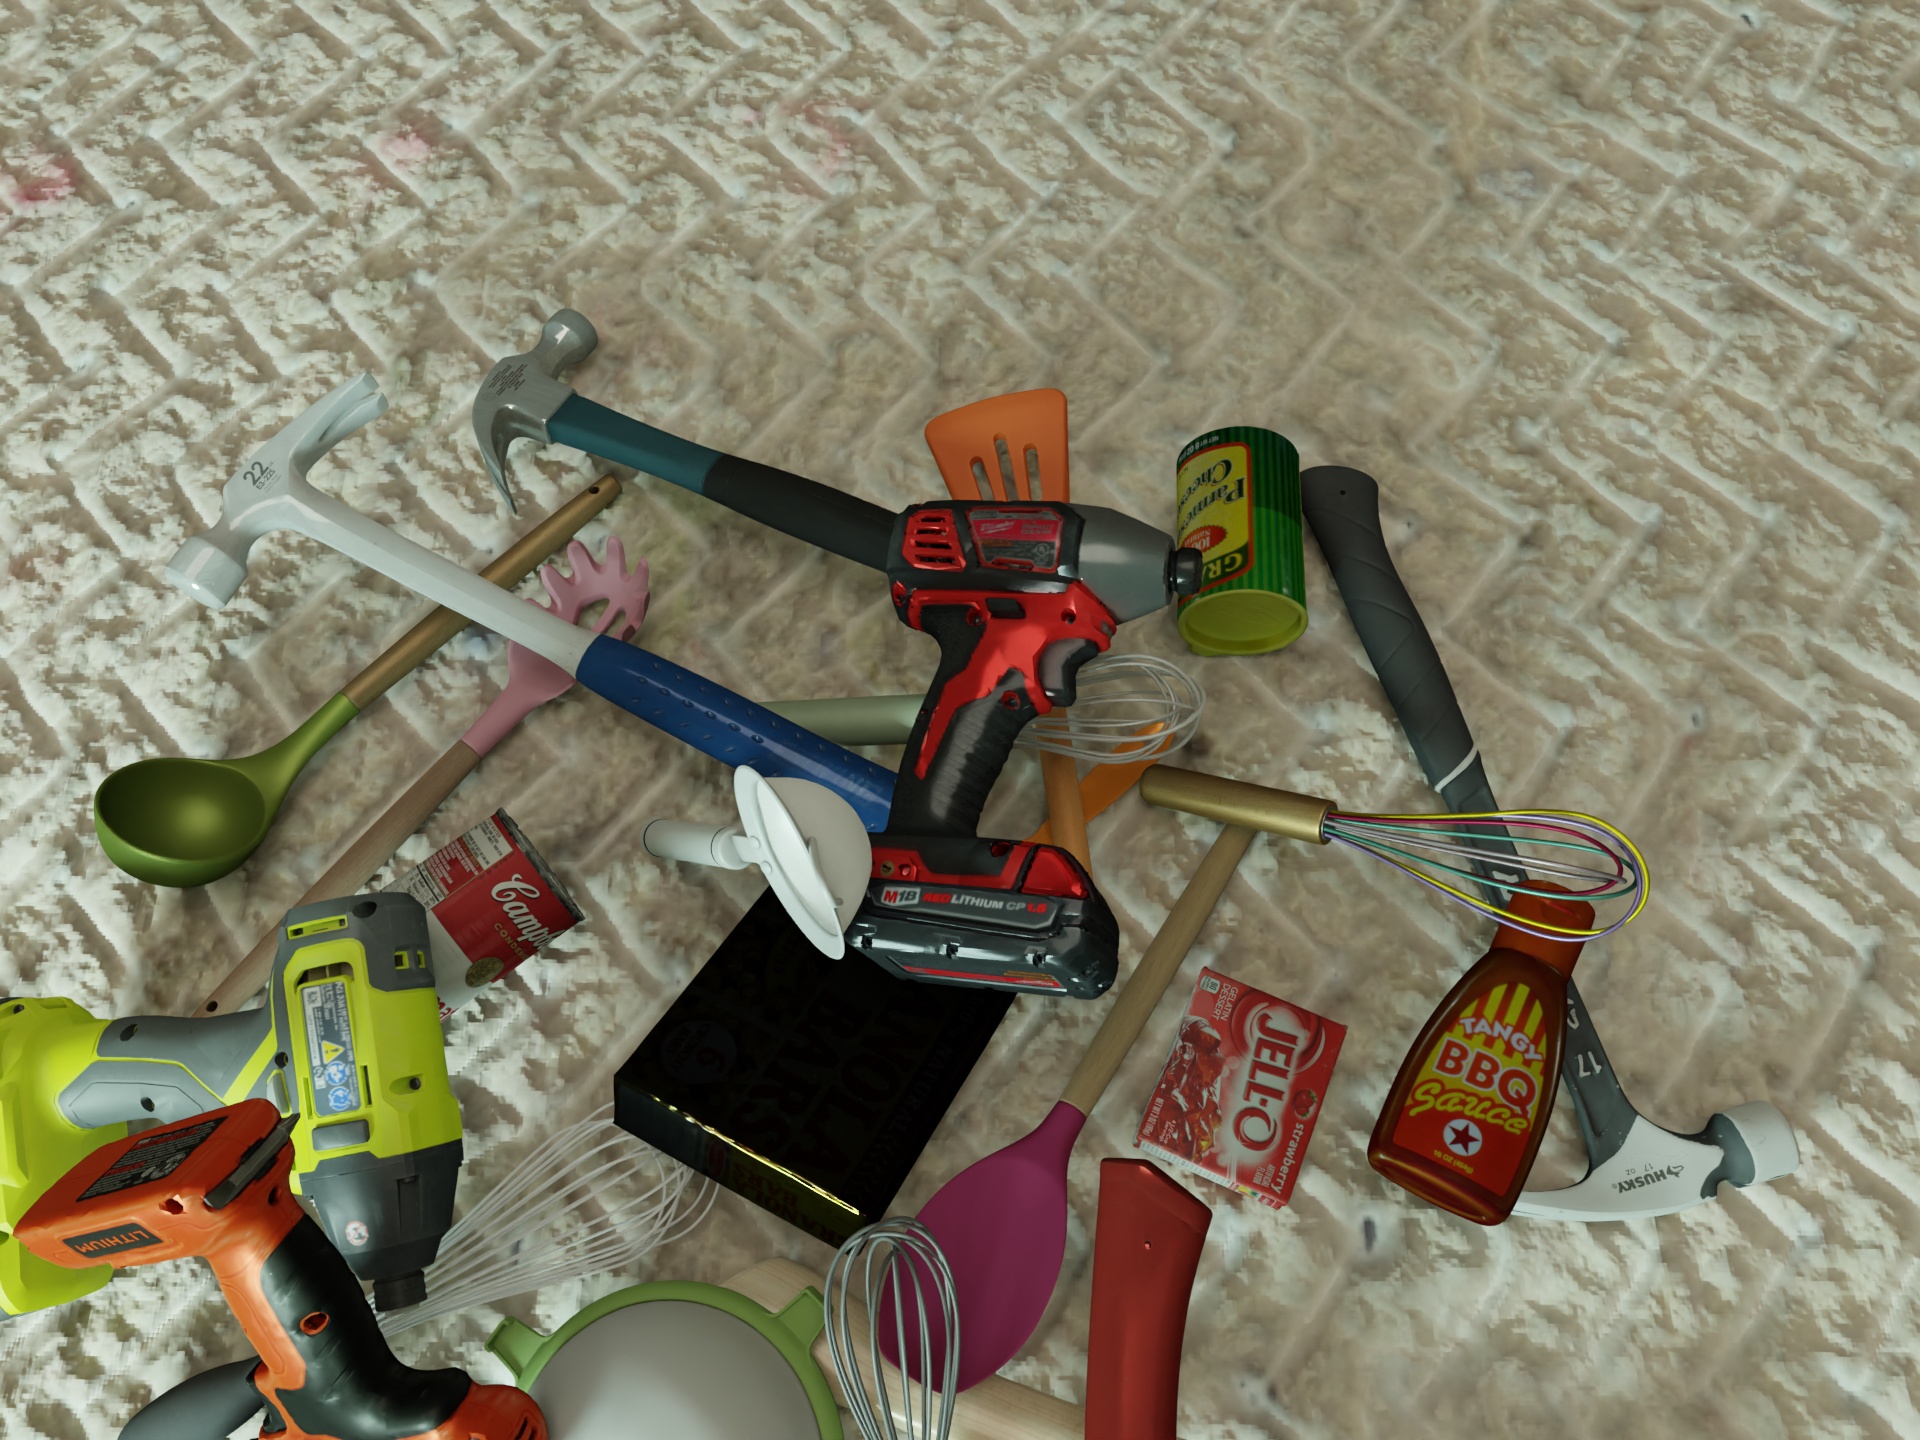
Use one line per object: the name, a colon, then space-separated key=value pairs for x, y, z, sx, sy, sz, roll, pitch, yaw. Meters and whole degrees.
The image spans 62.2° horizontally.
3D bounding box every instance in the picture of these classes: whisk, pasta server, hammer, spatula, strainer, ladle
whisk: x=0.192 y=0.048 z=0.736 sx=0.245 sy=0.047 sz=0.051 roll=12 pitch=41 yaw=36
pasta server: x=-0.270 y=0.031 z=0.805 sx=0.060 sy=0.040 sz=0.316 roll=35 pitch=72 yaw=17
hammer: x=0.248 y=0.044 z=0.788 sx=0.149 sy=0.036 sz=0.409 roll=-15 pitch=65 yaw=-4
spatula: x=0.041 y=-0.027 z=0.816 sx=0.081 sy=0.041 sz=0.323 roll=-12 pitch=62 yaw=9
whisk: x=-0.235 y=0.251 z=0.697 sx=0.284 sy=0.070 sz=0.070 roll=-28 pitch=68 yaw=-5
hammer: x=-0.118 y=-0.128 z=0.853 sx=0.331 sy=0.033 sz=0.128 roll=22 pitch=58 yaw=17
hammer: x=0.053 y=0.353 z=0.606 sx=0.149 sy=0.036 sz=0.359 roll=0 pitch=76 yaw=11
whisk: x=-0.018 y=0.315 z=0.627 sx=0.055 sy=0.055 sz=0.239 roll=-7 pitch=89 yaw=-2
strainer: x=-0.120 y=0.355 z=0.619 sx=0.151 sy=0.069 sz=0.256 roll=-8 pitch=73 yaw=6
hammer: x=0.083 y=0.322 z=0.656 sx=0.410 sy=0.038 sz=0.146 roll=15 pitch=59 yaw=10
whisk: x=-0.001 y=-0.003 z=0.786 sx=0.246 sy=0.057 sz=0.059 roll=-3 pitch=34 yaw=18
ladle: x=-0.301 y=-0.033 z=0.827 sx=0.078 sy=0.062 sz=0.320 roll=39 pitch=69 yaw=18
hammer: x=-0.191 y=-0.042 z=0.793 sx=0.405 sy=0.035 sz=0.144 roll=27 pitch=72 yaw=10
strainer: x=-0.095 y=0.054 z=0.697 sx=0.050 sy=0.258 sz=0.087 roll=-28 pitch=103 yaw=-28

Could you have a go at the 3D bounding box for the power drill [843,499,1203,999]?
power drill: x=0.028 y=0.005 z=0.703 sx=0.143 sy=0.078 sz=0.220 roll=3 pitch=71 yaw=16

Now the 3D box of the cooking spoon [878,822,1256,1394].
cooking spoon: x=0.064 y=0.158 z=0.730 sx=0.069 sy=0.017 sz=0.319 roll=24 pitch=61 yaw=22

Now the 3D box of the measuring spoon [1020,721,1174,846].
measuring spoon: x=0.068 y=0.040 z=0.809 sx=0.117 sy=0.011 sz=0.021 roll=-41 pitch=68 yaw=-19

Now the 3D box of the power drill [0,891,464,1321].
power drill: x=-0.326 y=0.179 z=0.682 sx=0.223 sy=0.080 sz=0.171 roll=-13 pitch=81 yaw=10
